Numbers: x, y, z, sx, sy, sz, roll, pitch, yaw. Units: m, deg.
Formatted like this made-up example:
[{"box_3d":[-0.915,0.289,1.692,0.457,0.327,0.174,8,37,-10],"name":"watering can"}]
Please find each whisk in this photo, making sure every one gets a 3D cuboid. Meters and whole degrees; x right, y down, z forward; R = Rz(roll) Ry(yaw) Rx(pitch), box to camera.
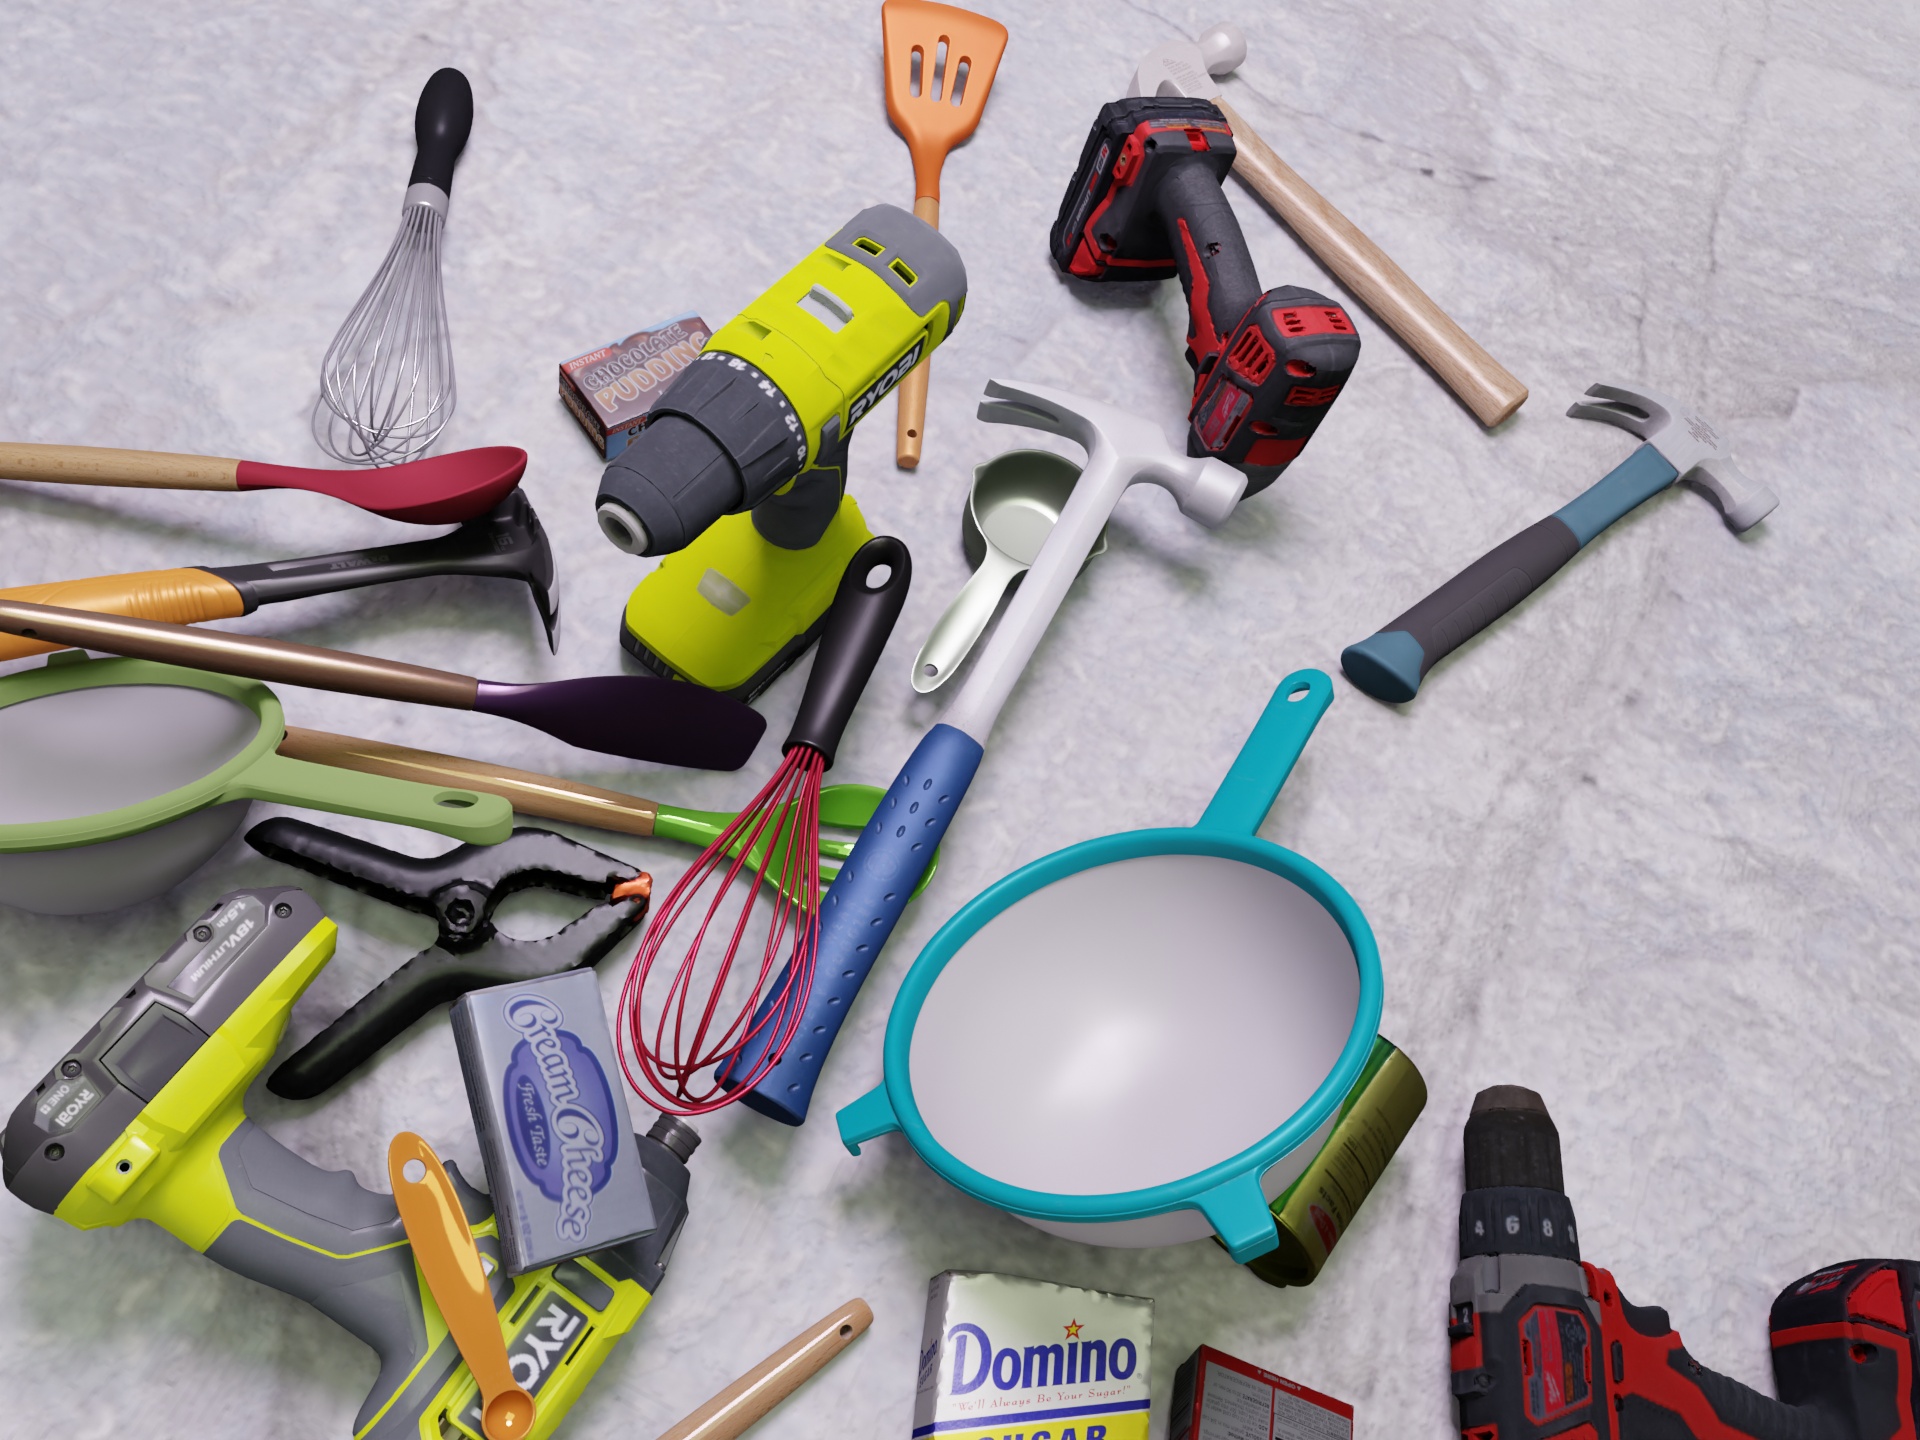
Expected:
[{"box_3d":[-0.282,-0.244,0.828,0.070,0.070,0.285,6,58,-12],"name":"whisk"},{"box_3d":[-0.071,0.031,0.677,0.073,0.073,0.296,21,56,-4],"name":"whisk"}]

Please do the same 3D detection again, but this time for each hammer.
[{"box_3d":[-0.001,-0.002,0.749,0.144,0.035,0.406,28,63,3],"name":"hammer"},{"box_3d":[0.230,-0.311,1.009,0.130,0.031,0.331,-35,77,-27],"name":"hammer"},{"box_3d":[0.346,-0.102,0.934,0.331,0.033,0.128,-33,77,-26],"name":"hammer"},{"box_3d":[-0.345,-0.047,0.686,0.337,0.034,0.127,-12,40,-22],"name":"hammer"}]

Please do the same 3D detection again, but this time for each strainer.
[{"box_3d":[-0.301,0.042,0.642,0.256,0.069,0.152,9,28,8],"name":"strainer"},{"box_3d":[0.110,0.109,0.722,0.211,0.095,0.340,4,40,34],"name":"strainer"}]

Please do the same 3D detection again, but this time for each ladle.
[{"box_3d":[-0.354,-0.114,0.725,0.315,0.031,0.069,4,28,1],"name":"ladle"}]

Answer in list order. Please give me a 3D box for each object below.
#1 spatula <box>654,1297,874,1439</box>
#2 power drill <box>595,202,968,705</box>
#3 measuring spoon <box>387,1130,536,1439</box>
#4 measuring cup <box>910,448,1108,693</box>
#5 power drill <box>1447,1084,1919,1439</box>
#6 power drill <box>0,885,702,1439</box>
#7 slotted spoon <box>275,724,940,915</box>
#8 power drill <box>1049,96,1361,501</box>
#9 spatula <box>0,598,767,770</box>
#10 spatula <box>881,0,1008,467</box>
[{"box_3d":[-0.155,0.317,0.584,0.317,0.044,0.082,-31,98,-28],"name":"spatula"},{"box_3d":[-0.091,-0.097,0.702,0.080,0.228,0.190,38,61,5],"name":"power drill"},{"box_3d":[-0.181,0.203,0.571,0.021,0.011,0.117,-20,83,-35],"name":"measuring spoon"},{"box_3d":[0.016,-0.070,0.829,0.083,0.038,0.168,32,62,2],"name":"measuring cup"},{"box_3d":[0.329,0.271,0.721,0.226,0.080,0.188,9,62,-7],"name":"power drill"},{"box_3d":[-0.220,0.173,0.605,0.223,0.080,0.171,42,61,-9],"name":"power drill"},{"box_3d":[-0.165,0.038,0.732,0.313,0.031,0.070,12,61,-7],"name":"slotted spoon"},{"box_3d":[0.132,-0.229,0.888,0.078,0.143,0.220,-9,60,-23],"name":"power drill"},{"box_3d":[-0.235,-0.017,0.685,0.315,0.059,0.018,10,47,-25],"name":"spatula"},{"box_3d":[-0.019,-0.288,0.926,0.081,0.041,0.323,9,63,-12],"name":"spatula"}]
